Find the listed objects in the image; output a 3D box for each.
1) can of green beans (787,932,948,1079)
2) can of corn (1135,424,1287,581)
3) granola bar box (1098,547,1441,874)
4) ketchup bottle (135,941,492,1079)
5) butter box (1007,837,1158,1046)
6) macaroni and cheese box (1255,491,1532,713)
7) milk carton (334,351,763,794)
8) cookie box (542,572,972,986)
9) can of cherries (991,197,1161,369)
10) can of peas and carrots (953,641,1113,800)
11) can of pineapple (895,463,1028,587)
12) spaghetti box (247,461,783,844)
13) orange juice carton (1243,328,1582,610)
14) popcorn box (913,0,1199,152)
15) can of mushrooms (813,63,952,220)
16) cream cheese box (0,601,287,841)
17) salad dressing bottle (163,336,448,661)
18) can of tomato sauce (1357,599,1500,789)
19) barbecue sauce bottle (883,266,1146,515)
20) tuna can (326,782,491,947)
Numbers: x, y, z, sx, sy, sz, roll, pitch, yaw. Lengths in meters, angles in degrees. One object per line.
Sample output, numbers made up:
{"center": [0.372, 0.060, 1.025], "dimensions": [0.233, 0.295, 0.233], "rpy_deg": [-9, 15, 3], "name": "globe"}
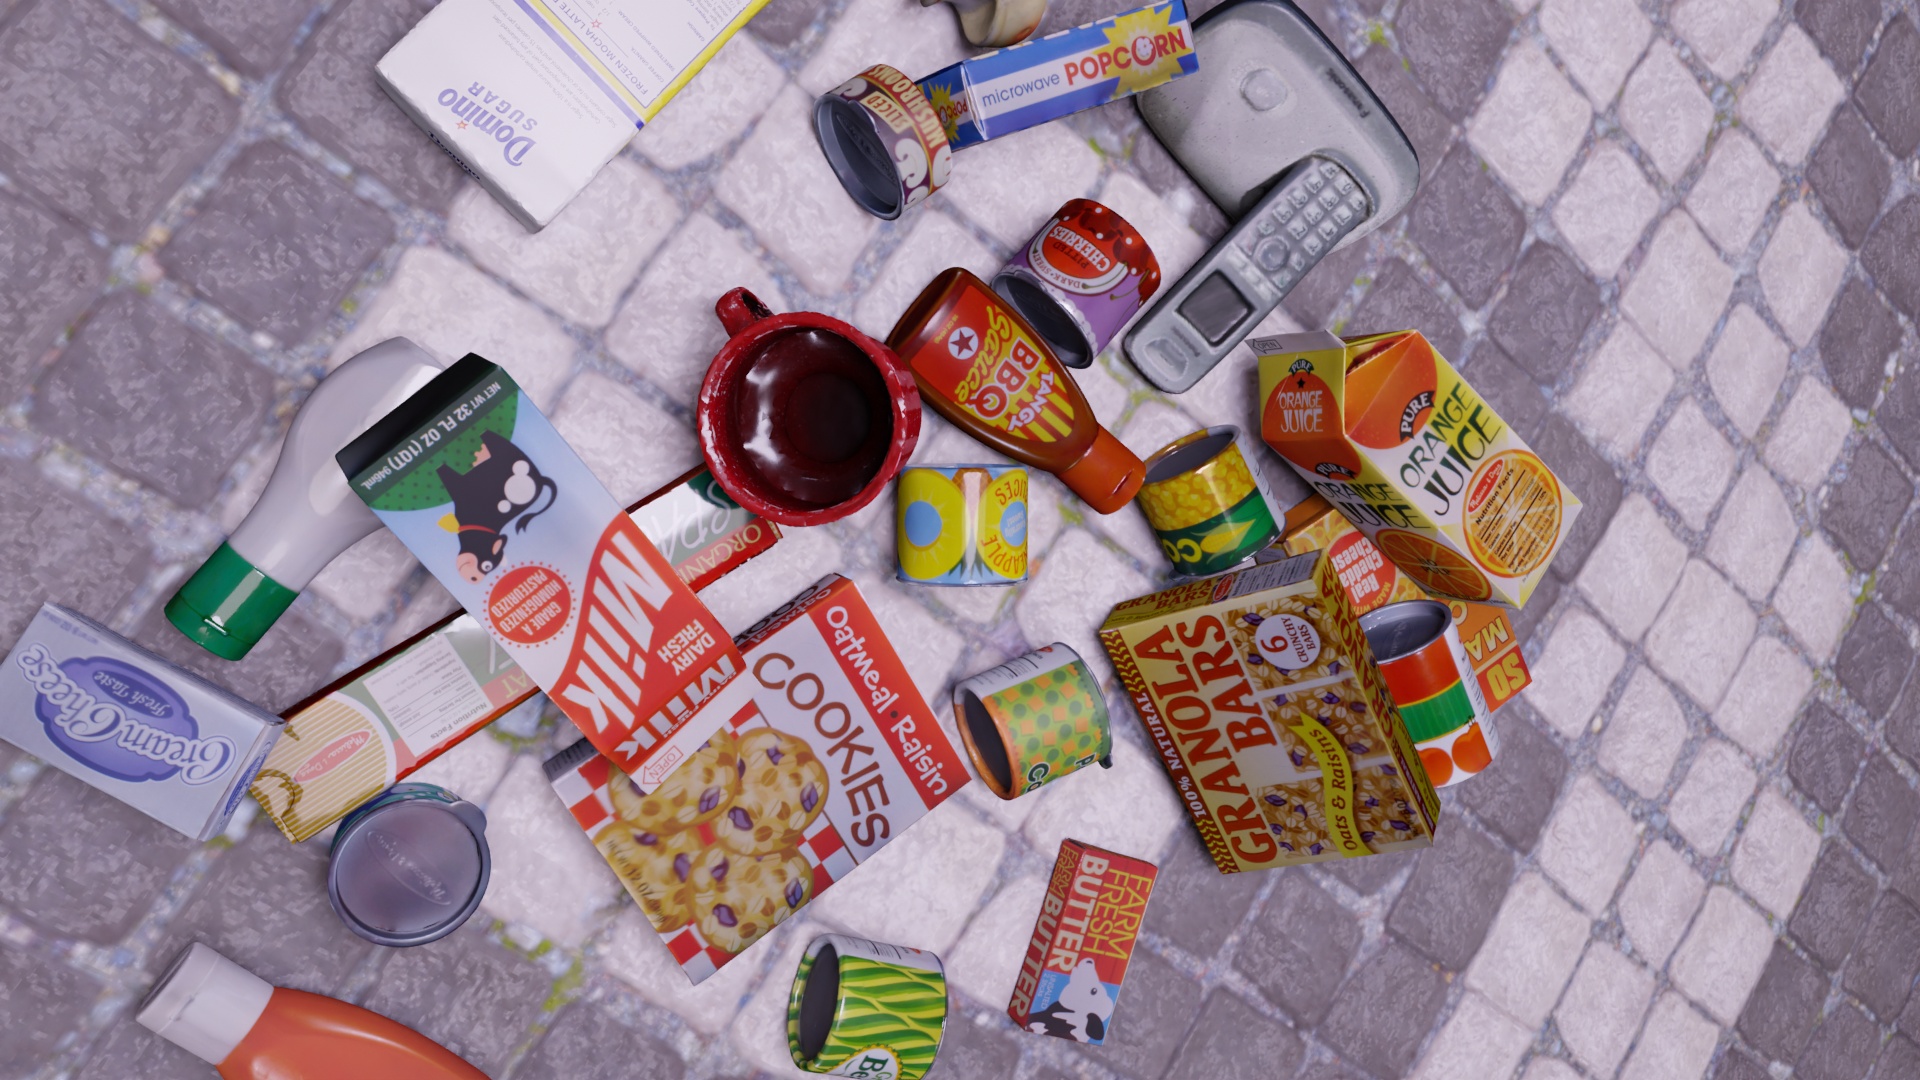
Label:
{"center": [-0.047, 0.232, 0.688], "dimensions": [0.058, 0.071, 0.071], "rpy_deg": [18, 87, -23], "name": "can of green beans"}
{"center": [0.131, -0.021, 0.746], "dimensions": [0.071, 0.071, 0.058], "rpy_deg": [-35, 106, -17], "name": "can of corn"}
{"center": [0.166, 0.095, 0.743], "dimensions": [0.165, 0.124, 0.039], "rpy_deg": [62, 33, -16], "name": "granola bar box"}
{"center": [-0.277, 0.228, 0.599], "dimensions": [0.148, 0.043, 0.065], "rpy_deg": [43, 77, -21], "name": "ketchup bottle"}
{"center": [0.068, 0.219, 0.760], "dimensions": [0.053, 0.024, 0.103], "rpy_deg": [20, 87, -24], "name": "butter box"}
{"center": [0.256, 0.041, 0.820], "dimensions": [0.124, 0.040, 0.166], "rpy_deg": [-31, 105, -18], "name": "macaroni and cheese box"}
{"center": [-0.163, 0.019, 0.579], "dimensions": [0.072, 0.073, 0.190], "rpy_deg": [-43, 116, -14], "name": "milk carton"}
{"center": [-0.094, 0.111, 0.673], "dimensions": [0.168, 0.040, 0.122], "rpy_deg": [-34, 107, -16], "name": "cookie box"}
{"center": [0.059, -0.131, 0.703], "dimensions": [0.058, 0.071, 0.071], "rpy_deg": [-48, 110, -13], "name": "can of cherries"}
{"center": [0.037, 0.095, 0.713], "dimensions": [0.059, 0.071, 0.070], "rpy_deg": [-20, 102, -20], "name": "can of peas and carrots"}
{"center": [0.002, -0.009, 0.689], "dimensions": [0.071, 0.071, 0.057], "rpy_deg": [-2, 95, -23], "name": "can of pineapple"}
{"center": [-0.197, 0.043, 0.627], "dimensions": [0.251, 0.028, 0.050], "rpy_deg": [-33, 107, -18], "name": "spaghetti box"}
{"center": [0.235, -0.049, 0.743], "dimensions": [0.192, 0.072, 0.073], "rpy_deg": [39, 79, -20], "name": "orange juice carton"}
{"center": [0.041, -0.224, 0.679], "dimensions": [0.127, 0.085, 0.038], "rpy_deg": [-24, 105, -21], "name": "popcorn box"}
{"center": [-0.036, -0.189, 0.656], "dimensions": [0.033, 0.071, 0.071], "rpy_deg": [-37, 108, -18], "name": "can of mushrooms"}
{"center": [-0.332, 0.072, 0.556], "dimensions": [0.104, 0.024, 0.053], "rpy_deg": [29, 83, -3], "name": "cream cheese box"}
{"center": [-0.268, -0.018, 0.584], "dimensions": [0.064, 0.044, 0.148], "rpy_deg": [44, 78, -25], "name": "salad dressing bottle"}
{"center": [0.248, 0.085, 0.762], "dimensions": [0.071, 0.071, 0.083], "rpy_deg": [-31, 106, -18], "name": "can of tomato sauce"}
{"center": [0.032, -0.070, 0.711], "dimensions": [0.148, 0.044, 0.065], "rpy_deg": [39, 87, -22], "name": "barbecue sauce bottle"}
{"center": [-0.241, 0.140, 0.614], "dimensions": [0.071, 0.033, 0.071], "rpy_deg": [-2, 95, -24], "name": "tuna can"}
